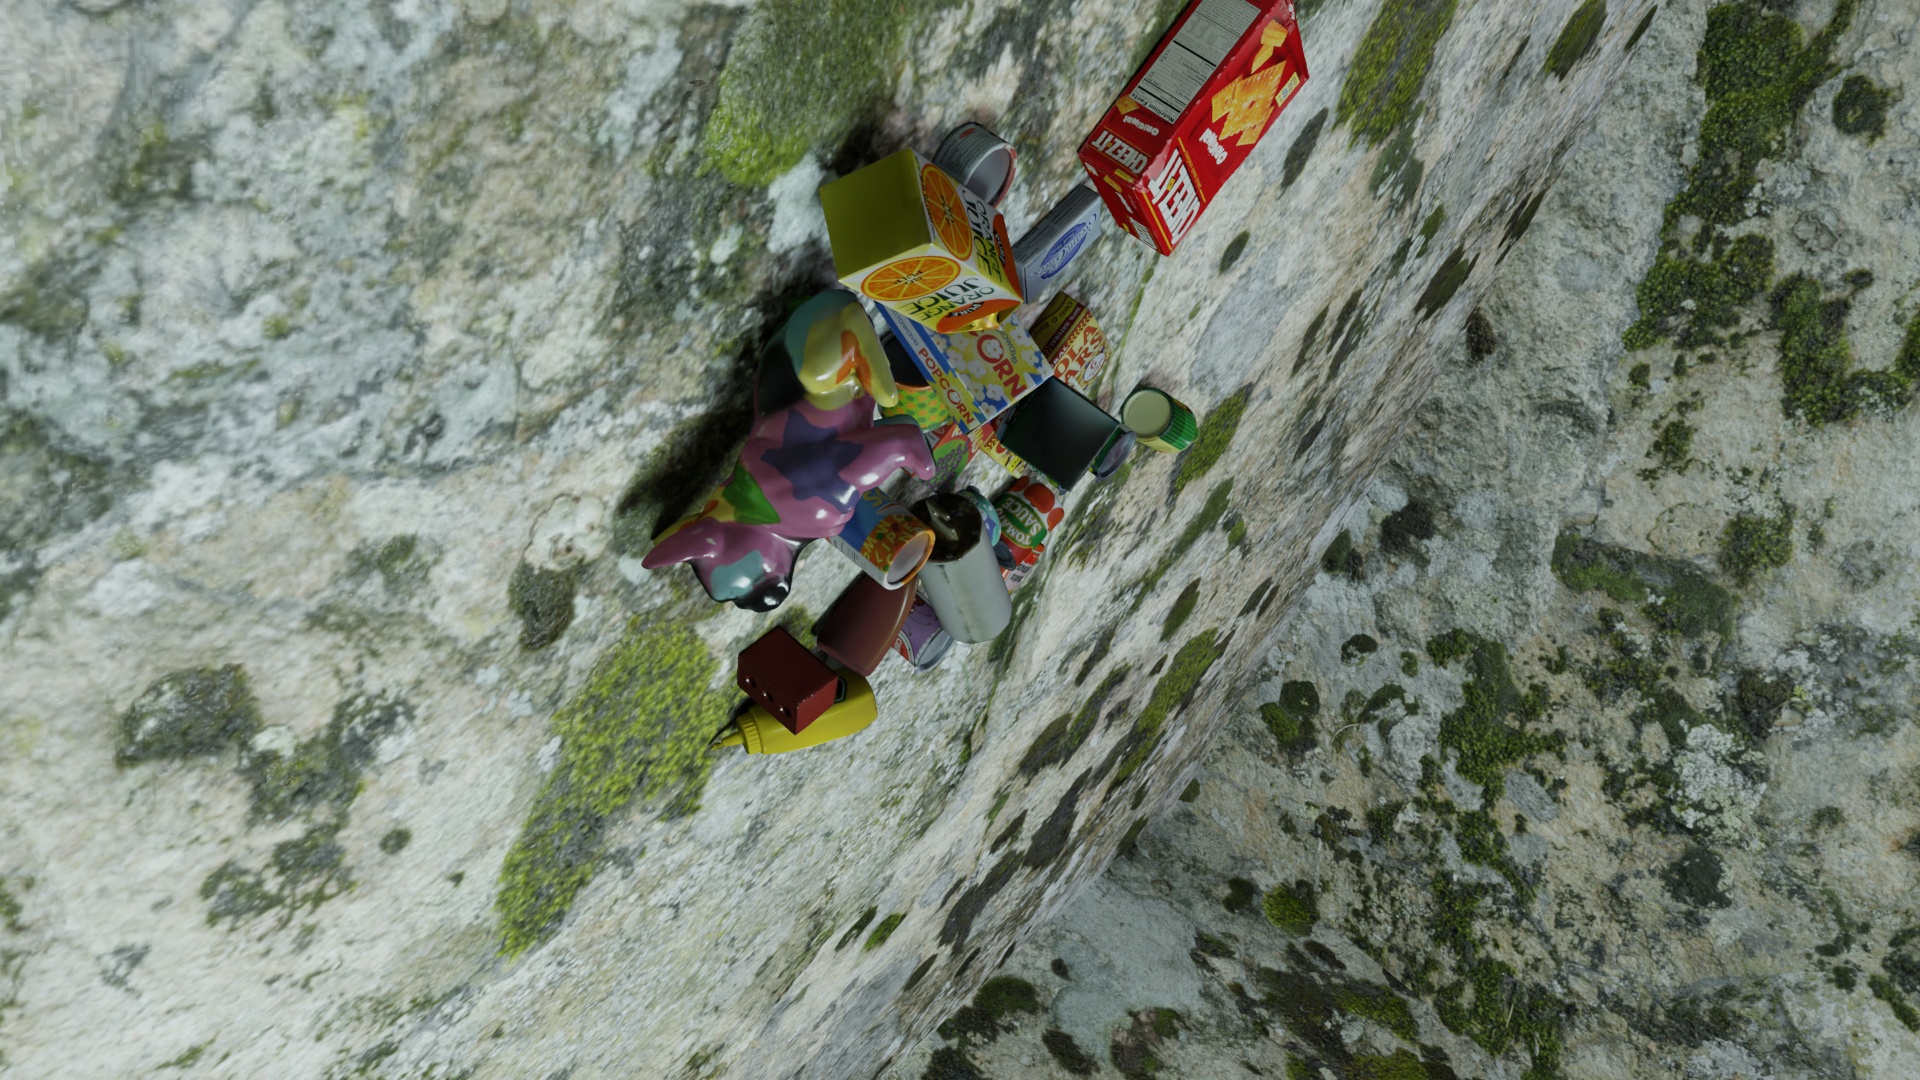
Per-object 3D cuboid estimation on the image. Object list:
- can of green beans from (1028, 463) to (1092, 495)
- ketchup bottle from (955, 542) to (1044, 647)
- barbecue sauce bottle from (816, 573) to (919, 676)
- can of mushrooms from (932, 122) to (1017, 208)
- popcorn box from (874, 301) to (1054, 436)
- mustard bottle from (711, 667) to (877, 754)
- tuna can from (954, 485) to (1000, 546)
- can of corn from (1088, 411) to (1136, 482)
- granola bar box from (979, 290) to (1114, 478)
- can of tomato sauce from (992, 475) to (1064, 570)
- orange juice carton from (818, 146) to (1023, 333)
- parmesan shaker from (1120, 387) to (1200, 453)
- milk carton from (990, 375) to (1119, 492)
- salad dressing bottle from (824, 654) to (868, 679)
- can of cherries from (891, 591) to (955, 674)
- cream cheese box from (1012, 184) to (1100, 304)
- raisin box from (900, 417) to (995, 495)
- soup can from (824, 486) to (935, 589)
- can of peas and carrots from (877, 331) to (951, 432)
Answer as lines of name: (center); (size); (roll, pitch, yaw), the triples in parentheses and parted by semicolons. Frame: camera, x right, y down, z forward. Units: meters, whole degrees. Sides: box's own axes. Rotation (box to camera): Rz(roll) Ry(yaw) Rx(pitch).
can of green beans: (0.103, -0.094, 1.472); (0.071, 0.058, 0.071); (-43, 157, -23)
ketchup bottle: (0.035, 0.054, 1.589); (0.148, 0.043, 0.065); (-54, 159, 6)
barbecue sauce bottle: (-0.074, 0.056, 1.347); (0.149, 0.065, 0.043); (-56, 169, -14)
can of mushrooms: (0.010, -0.272, 1.032); (0.071, 0.033, 0.070); (-43, 157, -24)
popcorn box: (0.004, -0.157, 1.078); (0.085, 0.126, 0.038); (-37, -175, -35)
mustard bottle: (-0.161, 0.171, 1.330); (0.161, 0.065, 0.048); (-18, 126, -19)
tuna can: (0.005, -0.017, 1.384); (0.033, 0.071, 0.070); (-32, 151, -40)
can of corn: (0.151, -0.108, 1.547); (0.071, 0.058, 0.070); (-43, 157, -23)
granola bar box: (0.077, -0.149, 1.357); (0.165, 0.039, 0.124); (-53, 159, 1)
can of tomato sauce: (0.062, -0.020, 1.492); (0.083, 0.071, 0.071); (-45, 158, -18)
orange juice carton: (-0.015, -0.203, 0.987); (0.073, 0.072, 0.193); (-18, 167, 23)
parmesan shaker: (0.240, -0.142, 1.656); (0.071, 0.071, 0.103); (-56, 158, 10)
milk carton: (0.077, -0.105, 1.213); (0.072, 0.073, 0.191); (-55, -172, 7)
salad dressing bottle: (-0.117, 0.132, 1.403); (0.147, 0.044, 0.064); (-57, 155, 13)
can of cherries: (-0.045, 0.098, 1.476); (0.072, 0.058, 0.071); (-43, 158, -22)
cream cheese box: (0.082, -0.259, 1.213); (0.104, 0.024, 0.053); (-45, 158, -17)
raisin box: (-0.005, -0.106, 1.258); (0.123, 0.040, 0.086); (-52, 159, 2)
soup can: (-0.072, -0.009, 1.213); (0.071, 0.084, 0.071); (-43, 157, -23)
can of peas and carrots: (-0.033, -0.129, 1.120); (0.071, 0.071, 0.058); (-42, 156, -24)
